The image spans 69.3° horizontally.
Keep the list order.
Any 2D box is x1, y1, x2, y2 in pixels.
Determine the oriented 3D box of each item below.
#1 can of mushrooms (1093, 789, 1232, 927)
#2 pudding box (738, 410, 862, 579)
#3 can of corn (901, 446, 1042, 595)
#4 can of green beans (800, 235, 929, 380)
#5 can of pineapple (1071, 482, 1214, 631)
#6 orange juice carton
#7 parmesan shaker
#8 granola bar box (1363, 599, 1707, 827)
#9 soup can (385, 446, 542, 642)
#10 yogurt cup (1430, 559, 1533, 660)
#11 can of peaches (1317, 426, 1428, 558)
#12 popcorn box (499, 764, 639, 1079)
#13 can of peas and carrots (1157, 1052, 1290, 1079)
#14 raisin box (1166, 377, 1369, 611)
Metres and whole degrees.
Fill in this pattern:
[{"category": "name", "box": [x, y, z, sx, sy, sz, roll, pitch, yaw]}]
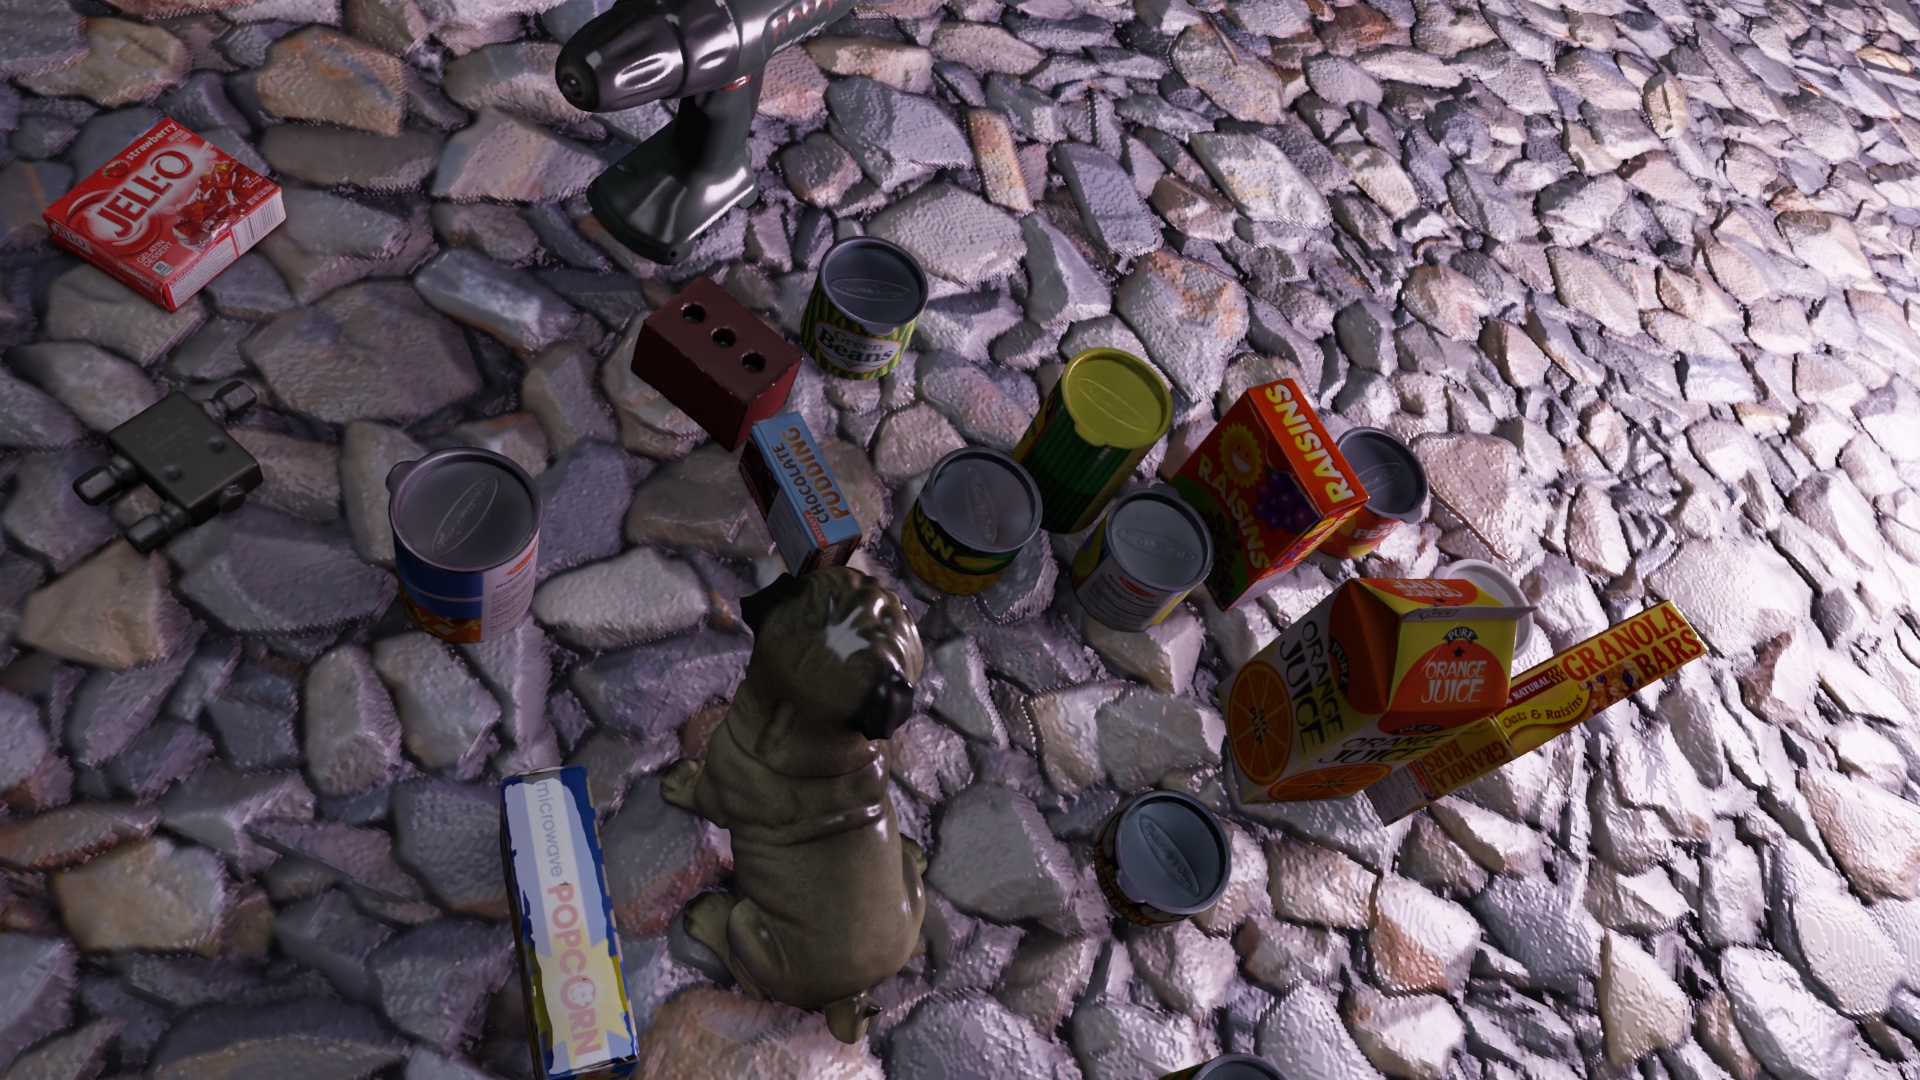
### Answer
[{"category": "can of mushrooms", "box": [0.104, 0.168, 0.730, 0.071, 0.033, 0.071, 9, 60, -15]}, {"category": "pudding box", "box": [-0.089, -0.023, 0.758, 0.030, 0.049, 0.084, -20, 70, -28]}, {"category": "can of corn", "box": [0.003, -0.010, 0.779, 0.071, 0.058, 0.071, 9, 60, -15]}, {"category": "can of green beans", "box": [-0.058, -0.138, 0.828, 0.071, 0.057, 0.071, 9, 60, -15]}, {"category": "can of pineapple", "box": [0.105, 0.011, 0.804, 0.071, 0.057, 0.071, 9, 60, -15]}, {"category": "orange juice carton", "box": [0.214, 0.074, 0.727, 0.072, 0.191, 0.073, 1, 62, -19]}, {"category": "parmesan shaker", "box": [0.069, -0.054, 0.800, 0.071, 0.102, 0.071, 9, 60, -15]}, {"category": "granola bar box", "box": [0.322, 0.098, 0.793, 0.166, 0.123, 0.039, -19, 70, -27]}, {"category": "soup can", "box": [-0.240, 0.002, 0.670, 0.071, 0.083, 0.071, 9, 60, -15]}, {"category": "yogurt cup", "box": [0.308, 0.053, 0.855, 0.072, 0.053, 0.073, 9, 60, -15]}, {"category": "can of peaches", "box": [0.252, -0.027, 0.877, 0.071, 0.057, 0.071, 9, 60, -15]}, {"category": "popcorn box", "box": [-0.172, 0.170, 0.600, 0.038, 0.084, 0.127, -7, 65, -23]}, {"category": "can of peas and carrots", "box": [0.120, 0.282, 0.657, 0.071, 0.058, 0.071, 9, 60, -15]}, {"category": "raisin box", "box": [0.171, -0.025, 0.808, 0.040, 0.122, 0.086, -17, 69, -27]}]
